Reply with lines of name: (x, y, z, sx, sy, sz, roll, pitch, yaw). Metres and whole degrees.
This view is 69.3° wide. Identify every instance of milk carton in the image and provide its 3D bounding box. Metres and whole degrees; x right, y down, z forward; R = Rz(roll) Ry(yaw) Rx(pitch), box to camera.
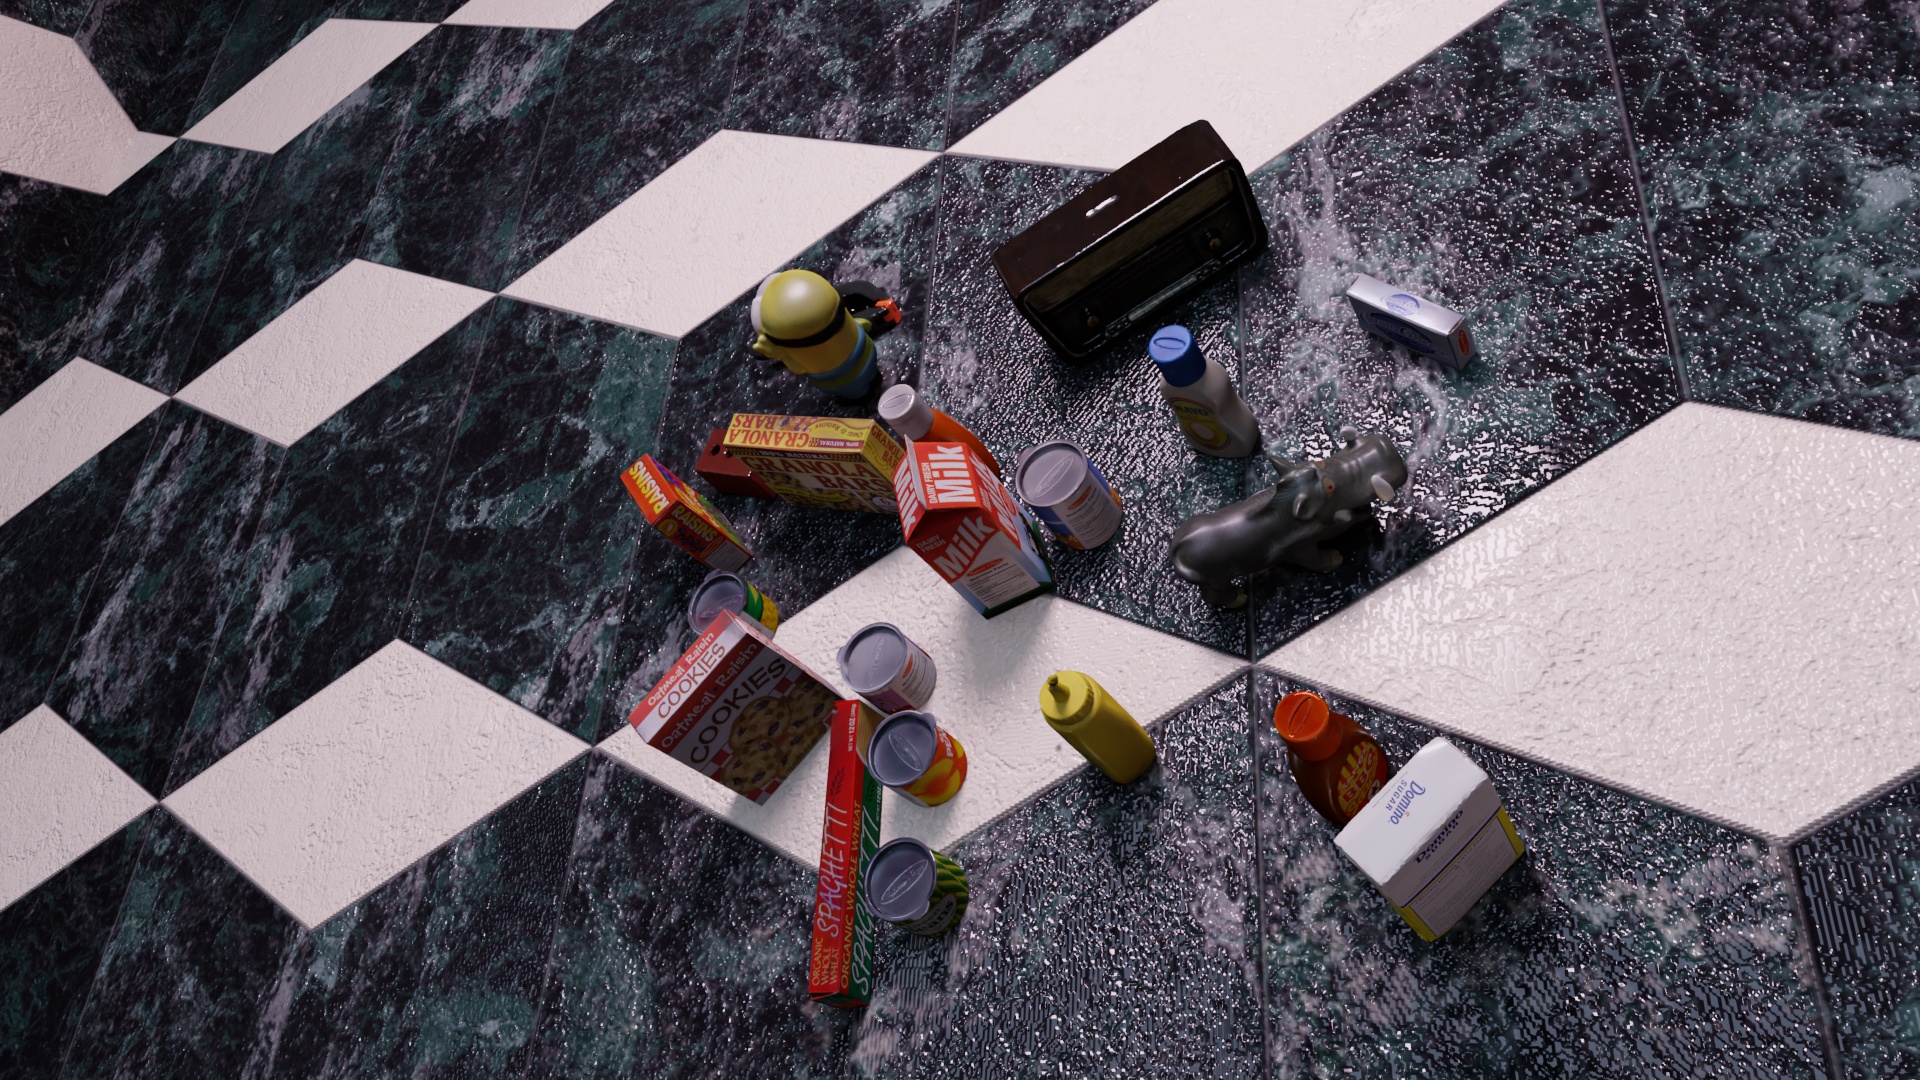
milk carton: (0.004, -0.015, 1.165, 0.073, 0.190, 0.072, -26, 53, 16)

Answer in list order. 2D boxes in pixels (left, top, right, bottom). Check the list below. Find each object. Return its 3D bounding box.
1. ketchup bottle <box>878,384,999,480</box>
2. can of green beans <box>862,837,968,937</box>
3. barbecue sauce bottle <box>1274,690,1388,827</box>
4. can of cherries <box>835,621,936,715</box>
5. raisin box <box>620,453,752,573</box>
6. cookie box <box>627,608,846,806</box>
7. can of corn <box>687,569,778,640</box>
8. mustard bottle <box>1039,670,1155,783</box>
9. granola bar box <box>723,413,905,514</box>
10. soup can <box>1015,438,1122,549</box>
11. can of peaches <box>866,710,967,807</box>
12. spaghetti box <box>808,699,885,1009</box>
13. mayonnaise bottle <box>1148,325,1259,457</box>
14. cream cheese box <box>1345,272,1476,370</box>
ketchup bottle: (-0.023, -0.087, 1.252, 0.064, 0.148, 0.044, -22, 54, 18)
can of green beans: (-0.035, 0.276, 1.100, 0.071, 0.057, 0.071, -14, 56, 23)
barbecue sauce bottle: (0.252, 0.146, 0.951, 0.044, 0.148, 0.065, 23, 76, 38)
can of cherries: (-0.065, 0.112, 1.215, 0.071, 0.058, 0.072, -14, 56, 23)
raisin box: (-0.271, -0.023, 1.376, 0.040, 0.123, 0.086, -43, 50, 2)
cookie box: (-0.188, 0.146, 1.196, 0.123, 0.167, 0.040, -49, 50, -3)
can of corn: (-0.217, 0.070, 1.330, 0.071, 0.058, 0.071, -14, 56, 23)
mustard bottle: (0.095, 0.133, 1.043, 0.049, 0.160, 0.065, -46, 50, -1)
granola bar box: (-0.124, -0.071, 1.317, 0.165, 0.124, 0.039, 5, 66, 33)
soup can: (0.093, -0.040, 1.198, 0.071, 0.083, 0.071, -15, 56, 23)
can of peaches: (-0.034, 0.181, 1.156, 0.071, 0.058, 0.071, -14, 56, 23)
spaghetti box: (-0.091, 0.256, 1.150, 0.028, 0.050, 0.251, -13, 57, 24)
mayonnaise bottle: (0.196, -0.121, 1.144, 0.065, 0.147, 0.041, 14, 71, 36)
cream cheese box: (0.369, -0.180, 1.139, 0.024, 0.053, 0.104, -50, 50, -4)
